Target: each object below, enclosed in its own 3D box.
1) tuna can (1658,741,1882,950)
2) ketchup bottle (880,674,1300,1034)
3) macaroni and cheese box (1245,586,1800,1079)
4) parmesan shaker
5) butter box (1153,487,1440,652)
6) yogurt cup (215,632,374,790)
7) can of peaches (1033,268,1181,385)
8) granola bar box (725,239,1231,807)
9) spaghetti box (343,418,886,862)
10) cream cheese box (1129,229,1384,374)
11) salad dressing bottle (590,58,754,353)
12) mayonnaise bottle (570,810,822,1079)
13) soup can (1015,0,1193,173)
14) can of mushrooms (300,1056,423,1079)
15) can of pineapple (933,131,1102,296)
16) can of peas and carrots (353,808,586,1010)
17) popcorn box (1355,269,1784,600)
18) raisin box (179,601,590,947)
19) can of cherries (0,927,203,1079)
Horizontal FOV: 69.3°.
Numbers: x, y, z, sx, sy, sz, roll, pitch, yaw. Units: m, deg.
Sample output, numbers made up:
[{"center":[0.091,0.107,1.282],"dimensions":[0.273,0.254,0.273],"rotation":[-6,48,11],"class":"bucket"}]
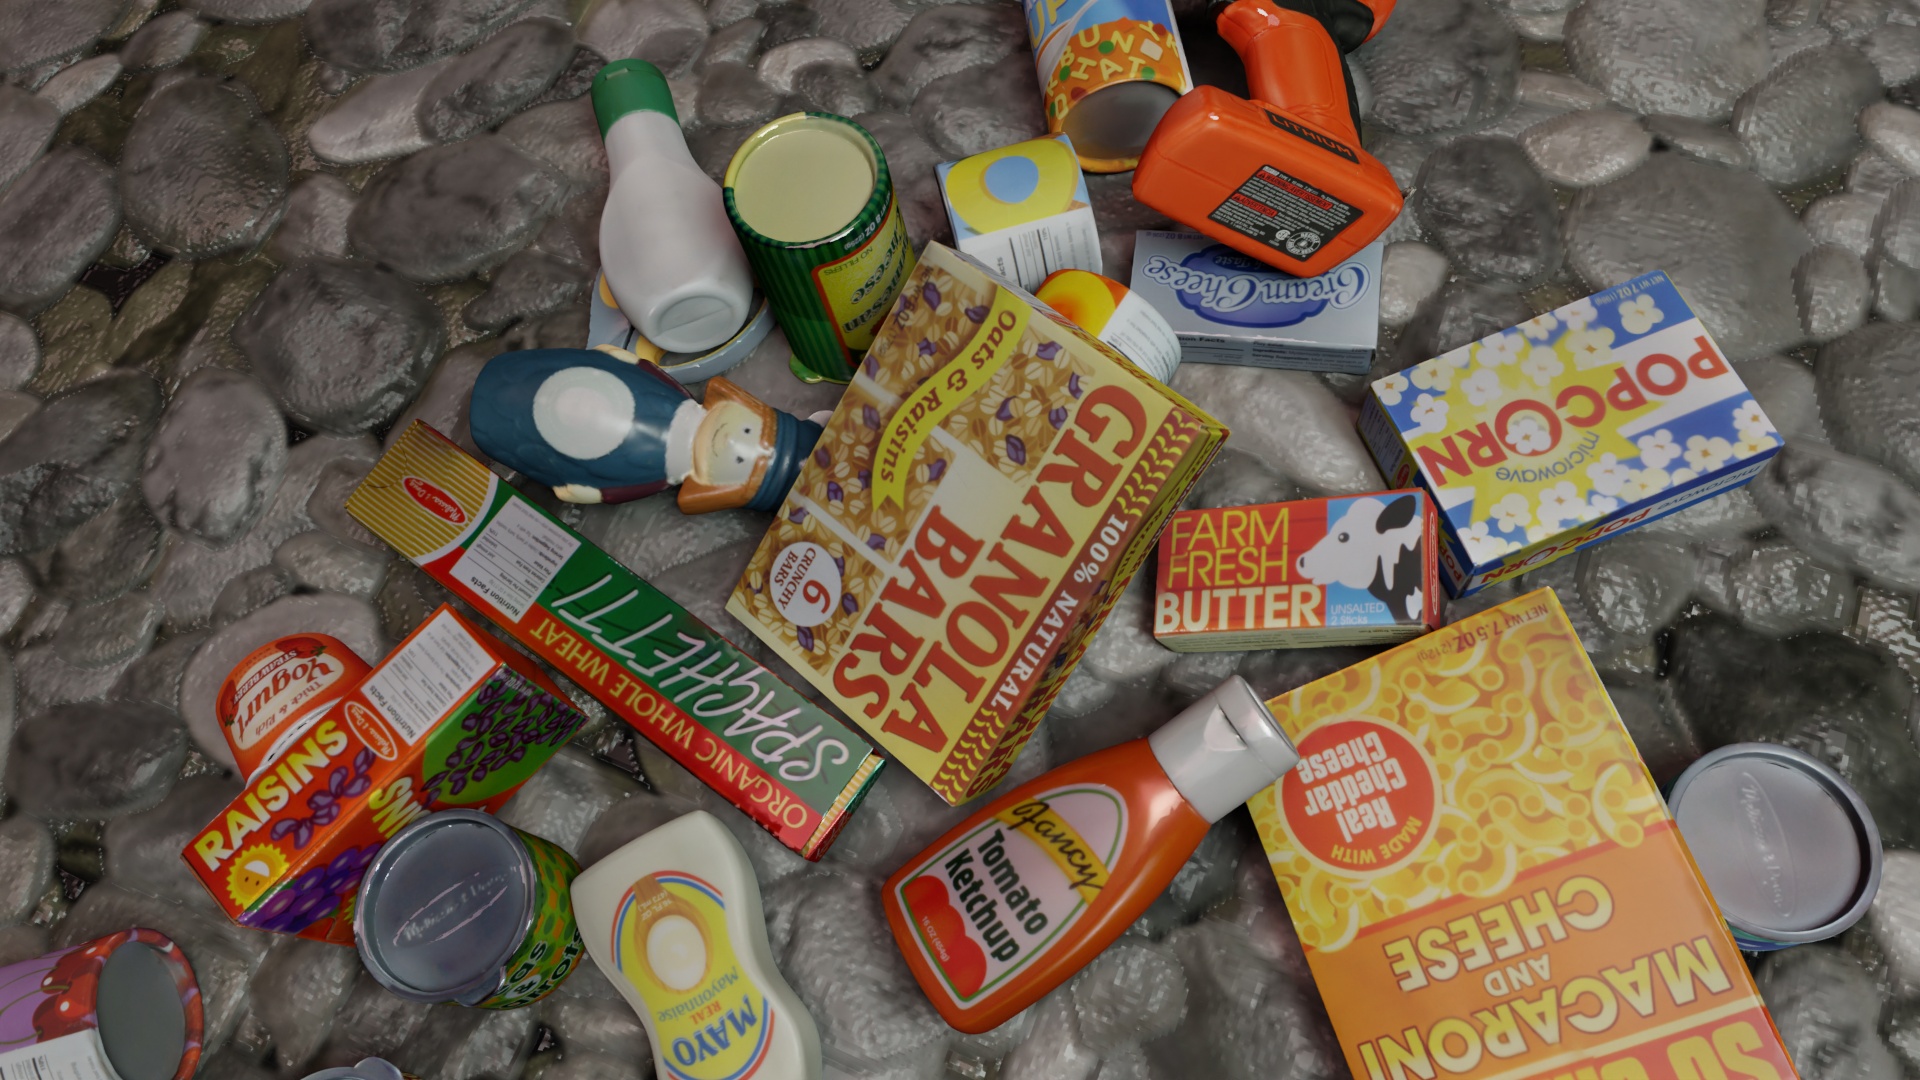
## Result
[{"center":[0.267,0.105,0.471],"dimensions":[0.071,0.032,0.071],"rotation":[-3,67,7],"class":"tuna can"},{"center":[0.046,0.104,0.478],"dimensions":[0.148,0.043,0.065],"rotation":[-38,62,9],"class":"ketchup bottle"},{"center":[0.174,0.116,0.460],"dimensions":[0.123,0.040,0.167],"rotation":[-26,65,17],"class":"macaroni and cheese box"},{"center":[-0.054,-0.116,0.574],"dimensions":[0.071,0.102,0.071],"rotation":[-3,67,7],"class":"parmesan shaker"},{"center":[0.124,0.013,0.519],"dimensions":[0.103,0.024,0.053],"rotation":[-5,66,29],"class":"butter box"},{"center":[-0.254,0.073,0.546],"dimensions":[0.054,0.072,0.072],"rotation":[38,77,29],"class":"yogurt cup"},{"center":[0.045,-0.067,0.560],"dimensions":[0.071,0.071,0.058],"rotation":[28,74,18],"class":"can of peaches"},{"center":[0.002,-0.006,0.513],"dimensions":[0.124,0.039,0.165],"rotation":[38,108,20],"class":"granola bar box"},{"center":[-0.140,0.037,0.554],"dimensions":[0.250,0.028,0.050],"rotation":[33,79,16],"class":"spaghetti box"},{"center":[0.123,-0.101,0.585],"dimensions":[0.104,0.024,0.053],"rotation":[5,69,11],"class":"cream cheese box"},{"center":[-0.133,-0.153,0.618],"dimensions":[0.064,0.044,0.148],"rotation":[-21,62,1],"class":"salad dressing bottle"},{"center":[-0.082,0.173,0.489],"dimensions":[0.065,0.041,0.148],"rotation":[-29,66,-6],"class":"mayonnaise bottle"},{"center":[0.063,-0.217,0.620],"dimensions":[0.071,0.071,0.084],"rotation":[-10,67,4],"class":"soup can"},{"center":[-0.214,0.220,0.493],"dimensions":[0.071,0.033,0.071],"rotation":[-3,67,8],"class":"can of mushrooms"},{"center":[0.024,-0.136,0.592],"dimensions":[0.058,0.070,0.071],"rotation":[-15,66,2],"class":"can of pineapple"},{"center":[-0.174,0.138,0.508],"dimensions":[0.071,0.058,0.071],"rotation":[-3,68,7],"class":"can of peas and carrots"},{"center":[0.231,-0.042,0.536],"dimensions":[0.127,0.038,0.085],"rotation":[-22,67,-1],"class":"popcorn box"},{"center":[-0.209,0.090,0.519],"dimensions":[0.040,0.086,0.123],"rotation":[41,78,18],"class":"raisin box"},{"center":[-0.324,0.180,0.510],"dimensions":[0.058,0.071,0.072],"rotation":[-18,66,1],"class":"can of cherries"}]
